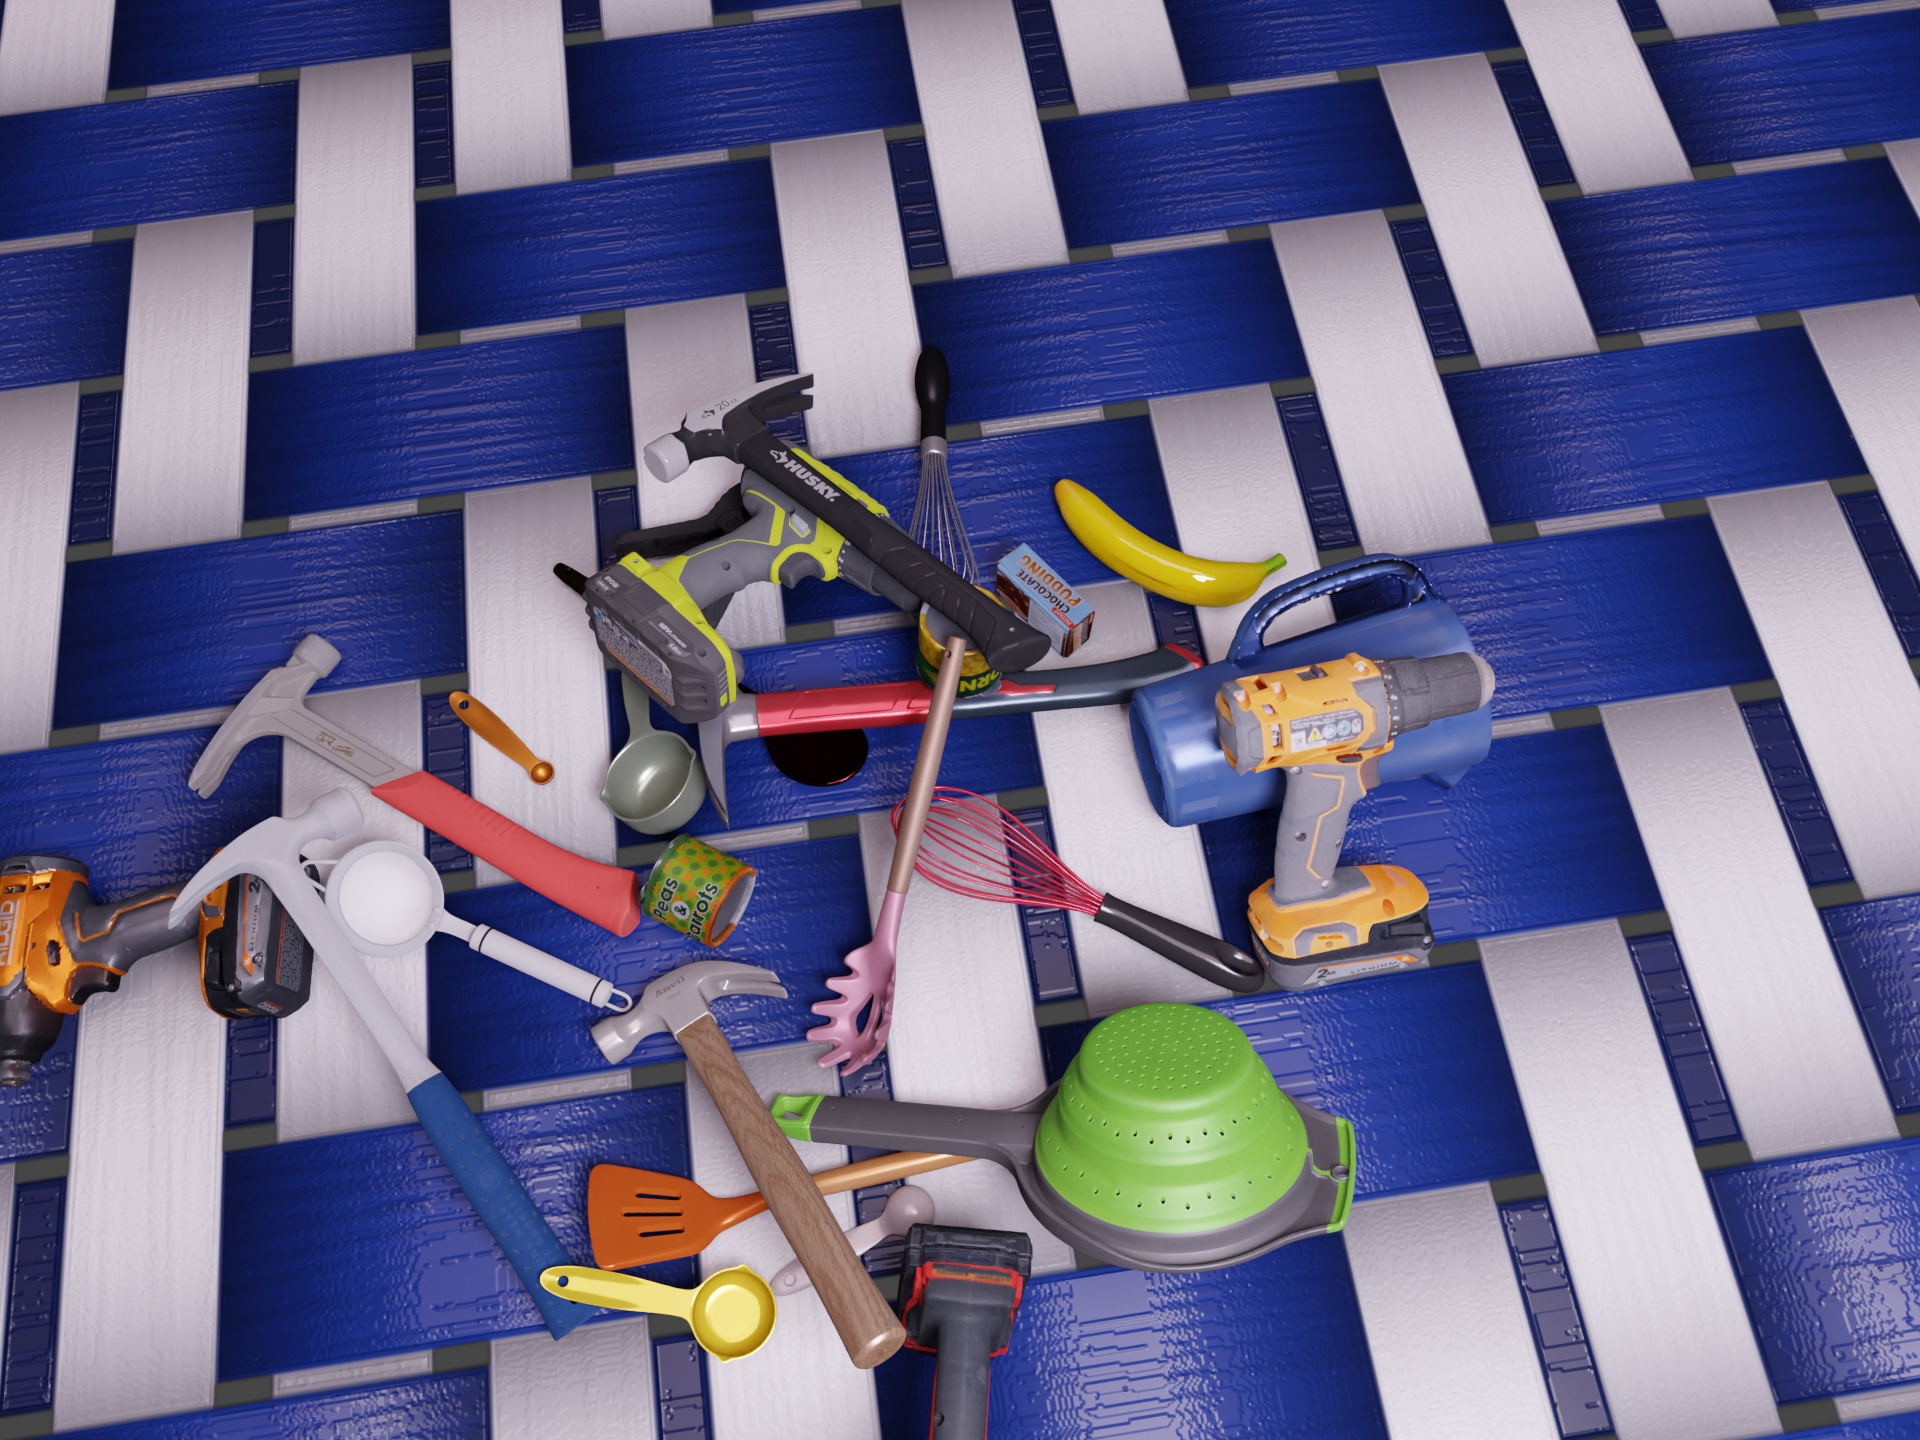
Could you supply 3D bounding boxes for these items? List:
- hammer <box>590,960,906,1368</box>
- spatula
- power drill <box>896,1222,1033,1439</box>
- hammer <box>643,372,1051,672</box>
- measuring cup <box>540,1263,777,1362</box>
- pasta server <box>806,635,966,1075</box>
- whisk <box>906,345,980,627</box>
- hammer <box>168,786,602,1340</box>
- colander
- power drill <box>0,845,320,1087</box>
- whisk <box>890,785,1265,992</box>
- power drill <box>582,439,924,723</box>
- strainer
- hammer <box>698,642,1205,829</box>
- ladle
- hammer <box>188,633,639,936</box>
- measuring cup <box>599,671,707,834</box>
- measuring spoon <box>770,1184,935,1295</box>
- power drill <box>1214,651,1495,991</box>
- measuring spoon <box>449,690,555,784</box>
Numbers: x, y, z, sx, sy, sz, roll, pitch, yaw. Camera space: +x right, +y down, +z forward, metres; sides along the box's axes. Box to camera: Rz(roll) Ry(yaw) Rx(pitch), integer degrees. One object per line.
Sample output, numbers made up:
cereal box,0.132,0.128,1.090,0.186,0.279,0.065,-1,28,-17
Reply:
hammer,-0.126,0.277,1.039,0.130,0.031,0.332,-33,47,-11
spatula,-0.089,0.310,1.085,0.322,0.041,0.081,-12,42,-6
power drill,-0.006,0.447,0.974,0.080,0.187,0.227,6,49,-2
hammer,-0.067,-0.142,1.155,0.335,0.035,0.146,38,57,22
measuring cup,-0.199,0.383,1.051,0.156,0.029,0.062,12,67,-3
pasta server,-0.043,0.094,1.122,0.060,0.040,0.316,15,92,35
whisk,-0.022,-0.193,1.295,0.070,0.070,0.285,-2,62,0
hammer,-0.374,0.240,1.075,0.144,0.035,0.405,-31,81,-37
colander,0.055,0.246,1.042,0.397,0.094,0.205,1,25,16
power drill,-0.587,0.172,1.136,0.226,0.084,0.164,-5,67,3
whisk,0.083,0.128,1.154,0.296,0.073,0.073,25,69,5
power drill,-0.143,-0.100,1.183,0.191,0.080,0.228,39,59,24
strainer,-0.356,0.156,1.158,0.258,0.050,0.087,24,95,4
hammer,-0.002,-0.004,1.197,0.386,0.038,0.143,-5,57,-7
ladle,-0.202,-0.040,1.246,0.315,0.031,0.069,34,62,16
hammer,-0.399,0.072,1.197,0.359,0.036,0.149,28,70,13
measuring cup,-0.236,0.016,1.220,0.083,0.038,0.168,-25,51,9
measuring spoon,-0.074,0.355,1.078,0.124,0.018,0.034,-28,69,-10
power drill,0.277,0.060,1.093,0.185,0.226,0.084,-12,23,-4
measuring spoon,-0.357,0.014,1.237,0.117,0.011,0.021,37,73,19
